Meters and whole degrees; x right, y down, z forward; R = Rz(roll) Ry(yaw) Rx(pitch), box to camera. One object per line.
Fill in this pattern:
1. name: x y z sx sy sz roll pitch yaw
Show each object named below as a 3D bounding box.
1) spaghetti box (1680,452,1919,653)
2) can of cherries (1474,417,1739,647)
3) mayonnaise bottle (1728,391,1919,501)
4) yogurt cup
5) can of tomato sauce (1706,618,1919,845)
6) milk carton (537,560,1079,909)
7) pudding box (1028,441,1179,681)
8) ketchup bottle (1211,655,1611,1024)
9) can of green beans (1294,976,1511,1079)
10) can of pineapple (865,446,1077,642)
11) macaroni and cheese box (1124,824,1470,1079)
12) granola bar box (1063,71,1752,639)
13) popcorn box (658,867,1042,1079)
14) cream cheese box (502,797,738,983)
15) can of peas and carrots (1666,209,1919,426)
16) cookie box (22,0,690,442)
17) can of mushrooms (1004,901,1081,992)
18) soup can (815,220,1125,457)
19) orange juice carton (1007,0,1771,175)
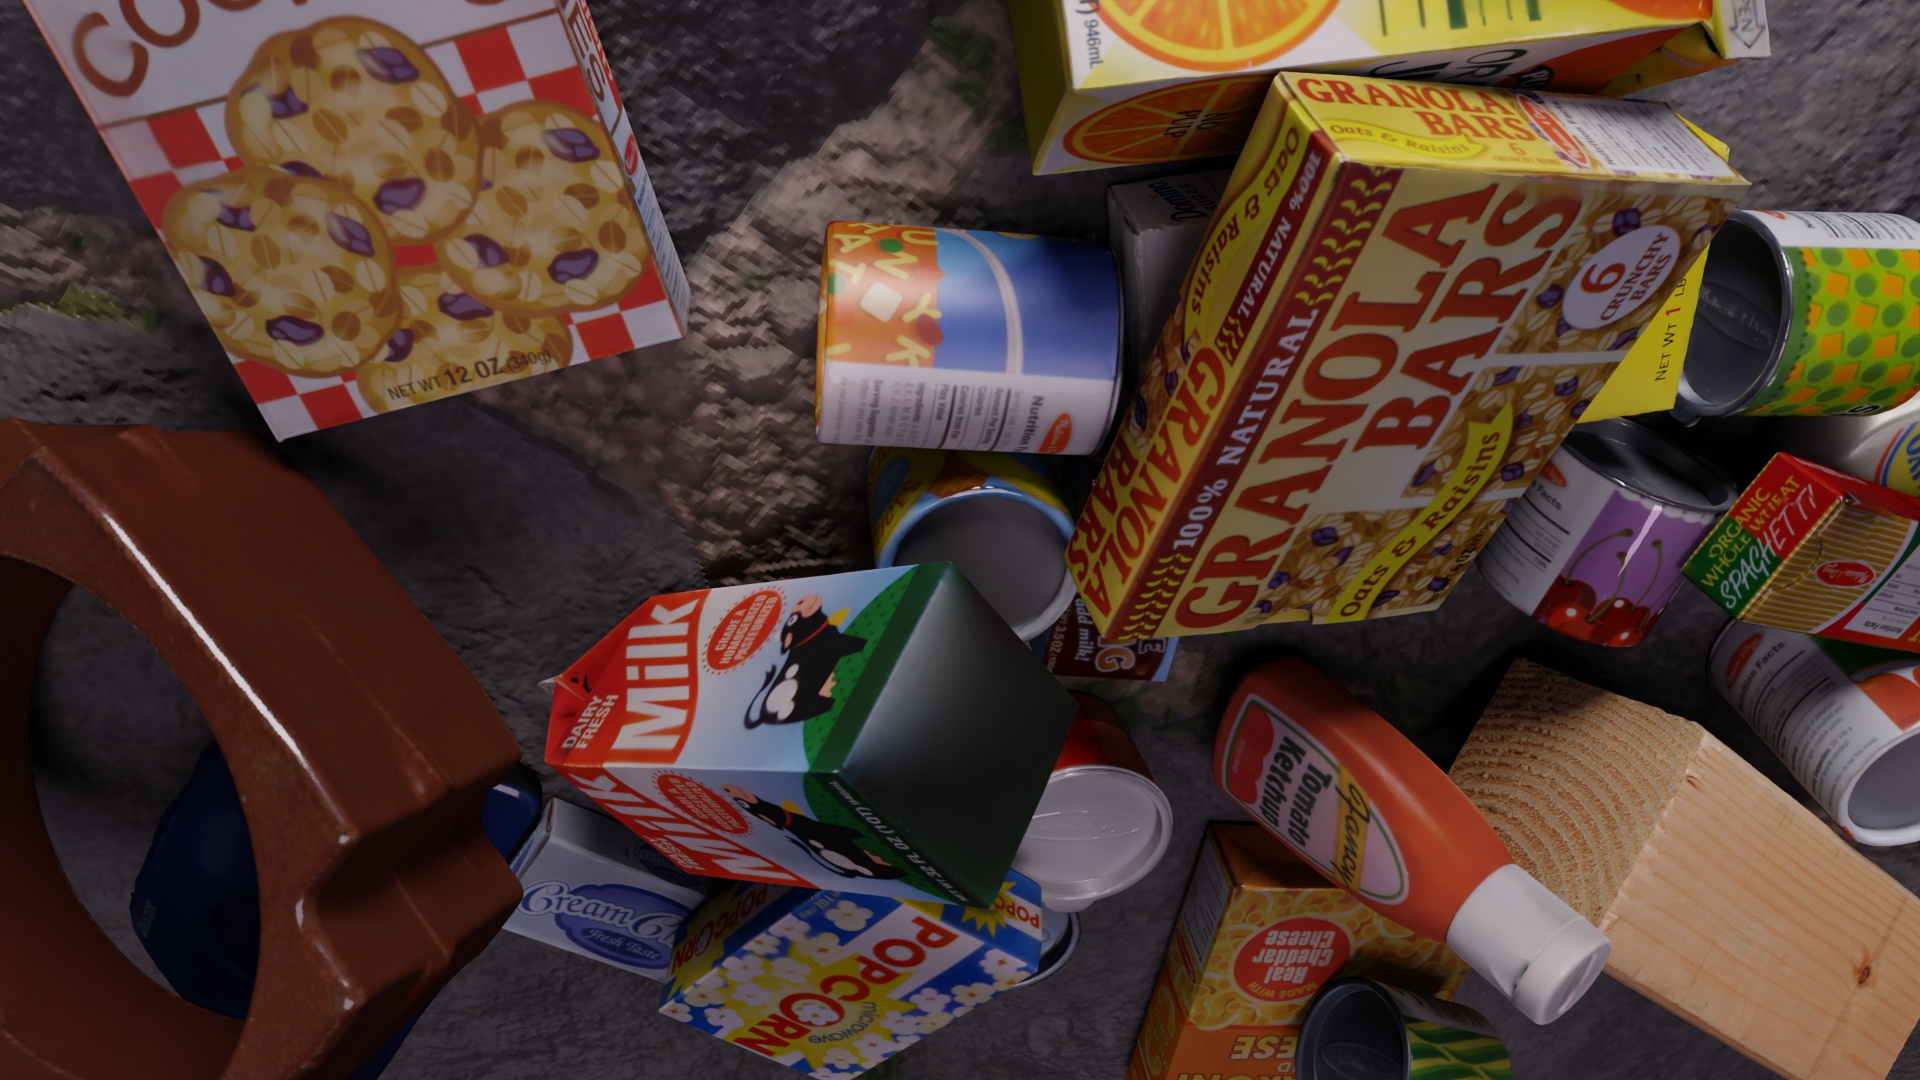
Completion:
1. spaghetti box: 0.350 0.015 0.498 0.250 0.029 0.050 9 123 -33
2. can of cherries: 0.224 -0.004 0.482 0.071 0.072 0.058 10 121 -14
3. mayonnaise bottle: 0.331 -0.038 0.491 0.148 0.041 0.064 -36 126 14
4. yogurt cup: 0.041 0.095 0.527 0.072 0.054 0.072 -4 123 -6
5. can of tomato sauce: 0.345 0.065 0.535 0.071 0.083 0.070 -4 124 -6
6. milk carton: -0.064 0.063 0.451 0.190 0.074 0.072 -8 134 44
7. pudding box: 0.057 0.008 0.488 0.050 0.030 0.083 5 122 -13
8. ketchup bottle: 0.156 0.105 0.494 0.044 0.149 0.064 -15 129 -33
9. can of green beans: 0.182 0.219 0.573 0.058 0.071 0.071 21 118 -22
10. can of pineapple: 0.002 -0.006 0.454 0.071 0.058 0.070 -4 123 -6
11. macaroni and cheese box: 0.153 0.201 0.622 0.124 0.040 0.165 4 122 -11
12. granola bar box: 0.113 -0.041 0.381 0.124 0.039 0.164 -4 138 -22
13. popcorn box: -0.042 0.150 0.511 0.085 0.038 0.126 32 127 -23
14. cream cheese box: -0.129 0.144 0.552 0.104 0.024 0.053 29 114 -24
15. can of peas and carrots: 0.267 -0.070 0.446 0.059 0.071 0.070 -1 123 -8
16. cookie box: -0.158 -0.118 0.368 0.123 0.040 0.166 -14 124 1
17. can of mushrooms: 0.016 0.151 0.573 0.071 0.033 0.070 -3 123 -5
18. soup can: 0.000 -0.062 0.415 0.084 0.072 0.071 2 123 -9
19. orange juice carton: 0.112 -0.148 0.355 0.193 0.073 0.072 -7 89 -4
